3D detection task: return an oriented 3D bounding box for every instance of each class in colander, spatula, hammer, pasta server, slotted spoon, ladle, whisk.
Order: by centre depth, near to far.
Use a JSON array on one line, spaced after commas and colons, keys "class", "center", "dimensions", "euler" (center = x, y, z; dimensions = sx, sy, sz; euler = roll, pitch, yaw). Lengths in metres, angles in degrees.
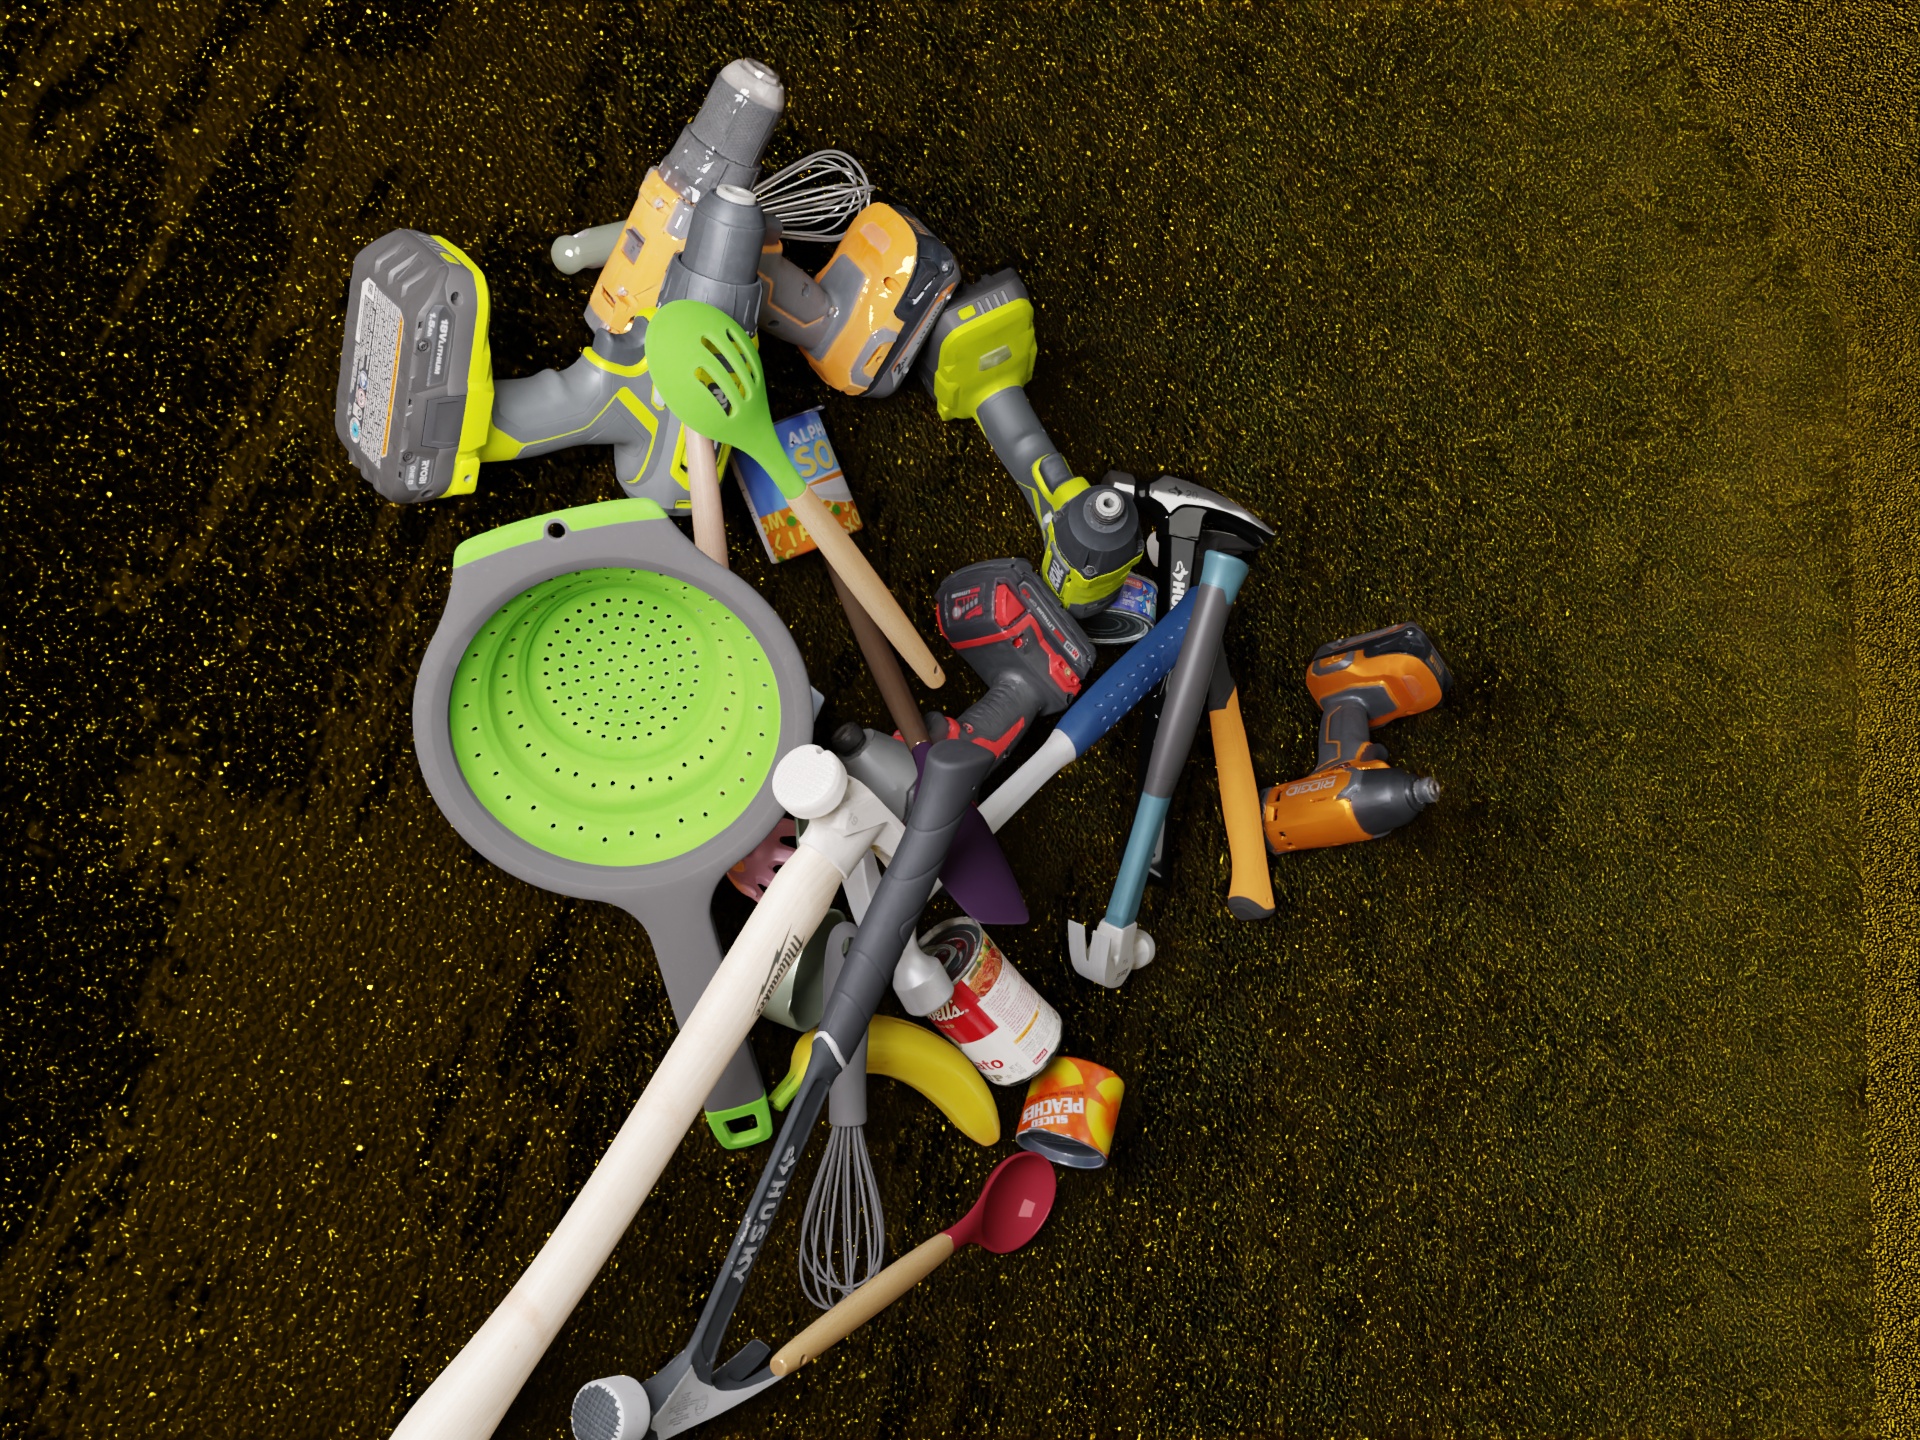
[{"class": "hammer", "center": [-0.153, 0.213, 0.829], "dimensions": [0.411, 0.038, 0.146], "euler": [-57, 147, -14]}, {"class": "hammer", "center": [-0.075, 0.199, 0.869], "dimensions": [0.149, 0.036, 0.409], "euler": [25, 89, -58]}, {"class": "colander", "center": [-0.170, 0.061, 0.898], "dimensions": [0.204, 0.095, 0.396], "euler": [-14, 113, -5]}, {"class": "pasta server", "center": [-0.134, -0.039, 0.934], "dimensions": [0.060, 0.040, 0.316], "euler": [-31, 123, -52]}, {"class": "slotted spoon", "center": [-0.083, -0.120, 0.942], "dimensions": [0.313, 0.031, 0.070], "euler": [54, 54, -42]}, {"class": "whisk", "center": [-0.071, 0.240, 0.960], "dimensions": [0.055, 0.055, 0.239], "euler": [-2, 93, -46]}, {"class": "ladle", "center": [-0.022, 0.334, 0.979], "dimensions": [0.315, 0.031, 0.069], "euler": [-7, 101, -61]}, {"class": "spatula", "center": [-0.035, -0.001, 0.989], "dimensions": [0.059, 0.018, 0.316], "euler": [7, 43, -37]}, {"class": "whisk", "center": [-0.153, -0.322, 1.025], "dimensions": [0.246, 0.058, 0.059], "euler": [-26, 118, -34]}, {"class": "hammer", "center": [0.063, 0.017, 1.086], "dimensions": [0.405, 0.035, 0.144], "euler": [-42, 114, -37]}, {"class": "hammer", "center": [0.146, 0.039, 1.142], "dimensions": [0.128, 0.033, 0.331], "euler": [-11, 118, -62]}, {"class": "hammer", "center": [0.171, -0.033, 1.283], "dimensions": [0.146, 0.035, 0.335], "euler": [10, 76, -13]}, {"class": "hammer", "center": [0.232, 0.002, 1.368], "dimensions": [0.127, 0.034, 0.337], "euler": [-2, 82, -45]}]

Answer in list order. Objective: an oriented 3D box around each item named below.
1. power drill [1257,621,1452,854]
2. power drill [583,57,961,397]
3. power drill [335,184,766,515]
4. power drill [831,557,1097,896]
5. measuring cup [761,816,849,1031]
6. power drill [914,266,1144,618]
[{"class": "power drill", "center": [0.362, 0.017, 1.405], "dimensions": [0.084, 0.164, 0.227], "euler": [50, 47, -25]}, {"class": "power drill", "center": [-0.105, -0.300, 0.997], "dimensions": [0.226, 0.185, 0.084], "euler": [1, 42, -47]}, {"class": "power drill", "center": [-0.210, -0.204, 0.873], "dimensions": [0.228, 0.080, 0.190], "euler": [-11, 132, -43]}, {"class": "power drill", "center": [-0.002, -0.004, 1.101], "dimensions": [0.143, 0.078, 0.220], "euler": [49, 53, -27]}, {"class": "measuring cup", "center": [-0.102, 0.109, 0.947], "dimensions": [0.083, 0.038, 0.167], "euler": [-50, 145, -52]}, {"class": "power drill", "center": [0.054, -0.193, 1.112], "dimensions": [0.080, 0.171, 0.223], "euler": [-27, 80, -7]}]
